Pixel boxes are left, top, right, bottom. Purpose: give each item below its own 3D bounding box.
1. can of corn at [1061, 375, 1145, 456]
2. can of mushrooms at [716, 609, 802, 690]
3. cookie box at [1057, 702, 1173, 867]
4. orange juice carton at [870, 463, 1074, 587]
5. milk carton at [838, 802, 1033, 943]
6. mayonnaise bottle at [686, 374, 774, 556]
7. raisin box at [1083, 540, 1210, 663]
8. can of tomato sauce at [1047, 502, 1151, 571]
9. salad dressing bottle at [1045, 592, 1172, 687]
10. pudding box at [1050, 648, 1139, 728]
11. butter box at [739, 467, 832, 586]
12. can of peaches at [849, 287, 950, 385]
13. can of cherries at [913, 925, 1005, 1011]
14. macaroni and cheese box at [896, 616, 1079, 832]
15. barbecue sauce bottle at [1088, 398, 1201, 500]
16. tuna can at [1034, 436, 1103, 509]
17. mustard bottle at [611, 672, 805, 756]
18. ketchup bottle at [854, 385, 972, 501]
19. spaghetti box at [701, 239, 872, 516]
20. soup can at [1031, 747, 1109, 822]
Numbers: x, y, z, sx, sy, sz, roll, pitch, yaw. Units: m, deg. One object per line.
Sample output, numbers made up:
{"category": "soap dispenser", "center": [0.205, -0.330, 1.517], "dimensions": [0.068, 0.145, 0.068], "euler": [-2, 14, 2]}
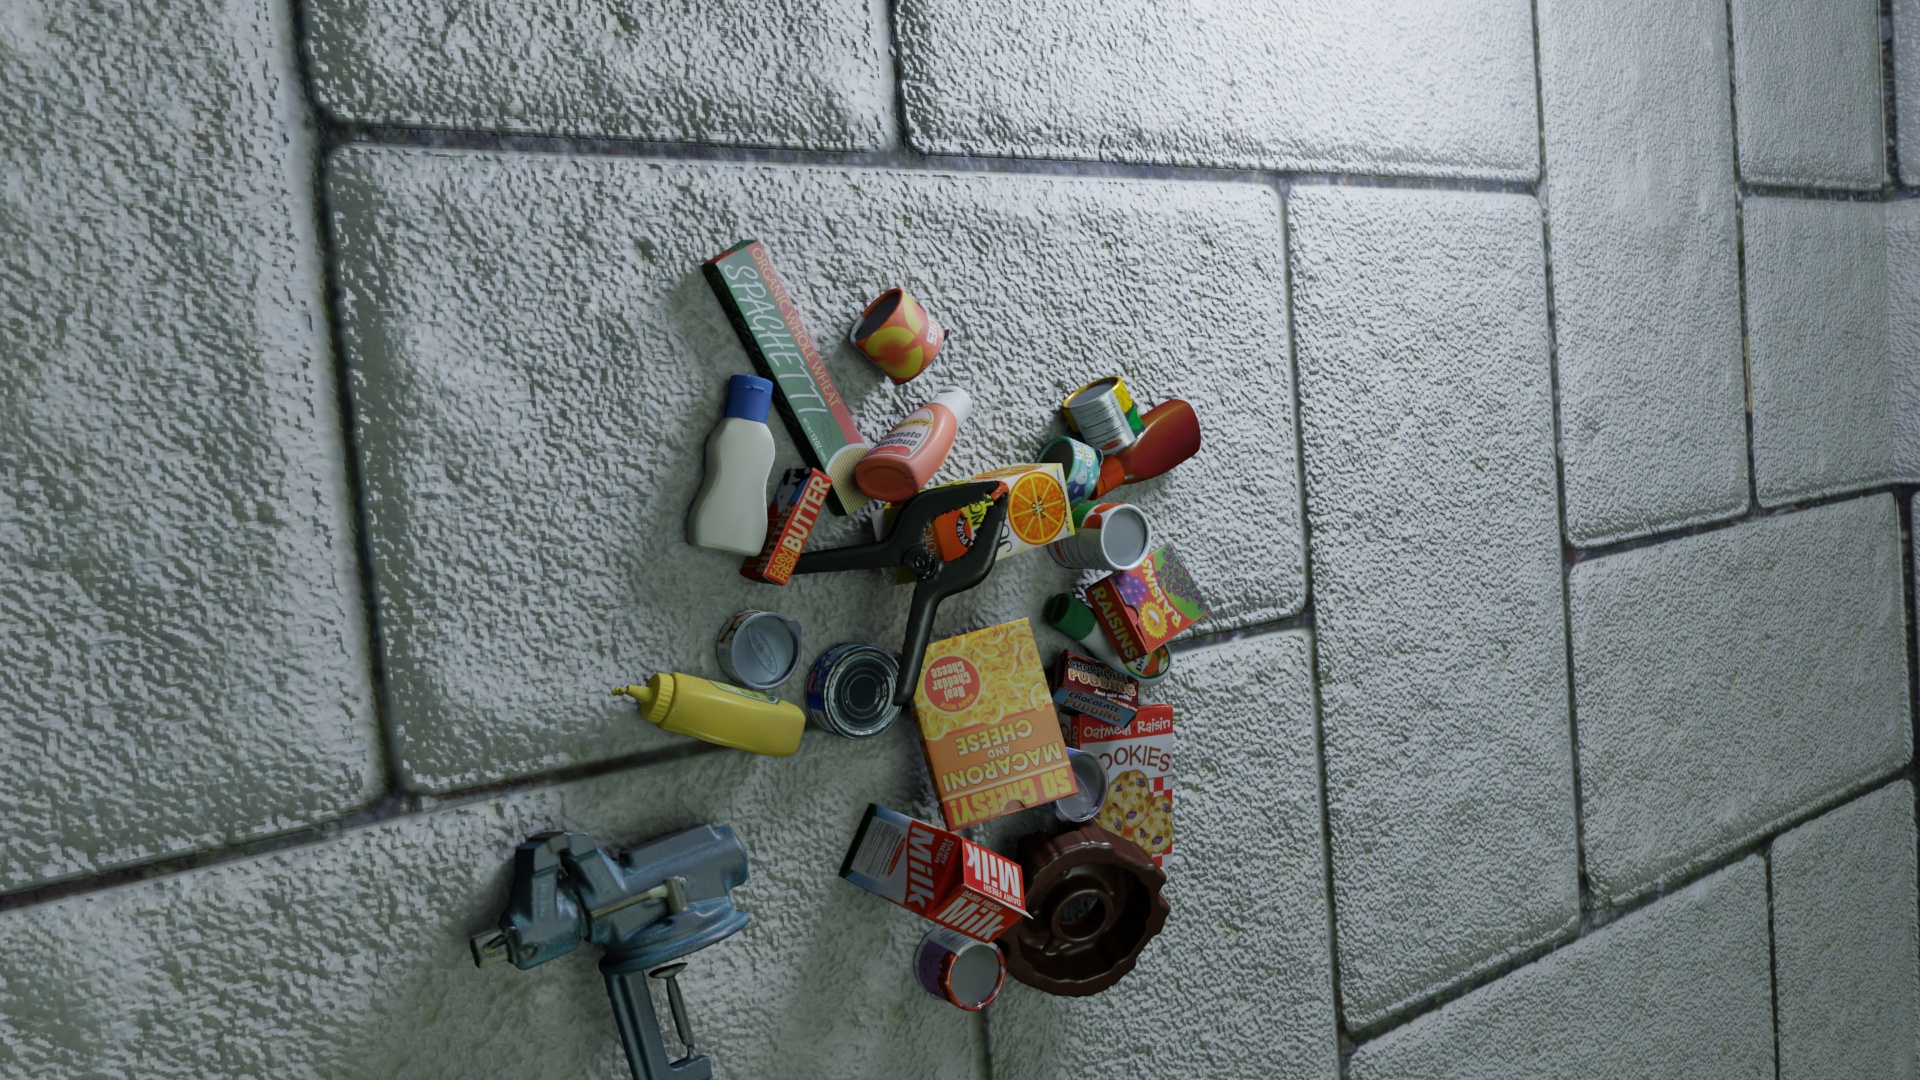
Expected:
{"category": "can of corn", "center": [0.141, -0.123, 1.372], "dimensions": [0.071, 0.071, 0.058], "euler": [-38, 111, -27]}
{"category": "can of mushrooms", "center": [-0.170, 0.091, 1.182], "dimensions": [0.071, 0.033, 0.071], "euler": [-1, 91, -34]}
{"category": "cookie box", "center": [0.158, 0.251, 1.403], "dimensions": [0.123, 0.040, 0.167], "euler": [-1, 92, -33]}
{"category": "orange juice carton", "center": [0.005, -0.016, 1.275], "dimensions": [0.193, 0.073, 0.071], "euler": [-17, 101, -32]}
{"category": "milk carton", "center": [-0.018, 0.289, 1.194], "dimensions": [0.072, 0.190, 0.073], "euler": [33, 74, -30]}
{"category": "mayonnaise bottle", "center": [-0.187, -0.063, 1.165], "dimensions": [0.065, 0.041, 0.148], "euler": [12, 83, -30]}
{"category": "raisin box", "center": [0.188, 0.061, 1.389], "dimensions": [0.124, 0.040, 0.086], "euler": [-25, 86, -47]}
{"category": "can of tomato sauce", "center": [0.136, -0.005, 1.359], "dimensions": [0.071, 0.083, 0.071], "euler": [-1, 92, -34]}
{"category": "salad dressing bottle", "center": [0.148, 0.099, 1.392], "dimensions": [0.147, 0.044, 0.064], "euler": [30, 66, -31]}
{"category": "pudding box", "center": [0.133, 0.145, 1.365], "dimensions": [0.084, 0.030, 0.050], "euler": [23, 41, -10]}
{"category": "butter box", "center": [-0.149, -0.012, 1.183], "dimensions": [0.024, 0.053, 0.104], "euler": [31, 74, -29]}
{"category": "can of peaches", "center": [-0.054, -0.183, 1.235], "dimensions": [0.058, 0.071, 0.071], "euler": [41, 69, -27]}
{"category": "can of cherries", "center": [0.000, 0.398, 1.288], "dimensions": [0.071, 0.058, 0.071], "euler": [0, 91, -34]}
{"category": "macaroni and cheese box", "center": [0.024, 0.166, 1.259], "dimensions": [0.124, 0.040, 0.166], "euler": [-15, 81, -10]}
{"category": "barbecue sauce bottle", "center": [0.180, -0.088, 1.411], "dimensions": [0.149, 0.043, 0.064], "euler": [-31, 117, -29]}
{"category": "tuna can", "center": [0.103, -0.067, 1.343], "dimensions": [0.033, 0.071, 0.071], "euler": [19, 80, -33]}
{"category": "mustard bottle", "center": [-0.208, 0.139, 1.140], "dimensions": [0.160, 0.065, 0.049], "euler": [19, 85, -29]}
{"category": "ketchup bottle", "center": [-0.035, -0.089, 1.236], "dimensions": [0.149, 0.064, 0.043], "euler": [-53, 133, -49]}
{"category": "spaghetti box", "center": [-0.141, -0.138, 1.201], "dimensions": [0.050, 0.028, 0.249], "euler": [-37, 111, -29]}
{"category": "soup can", "center": [0.088, 0.231, 1.330], "dimensions": [0.071, 0.083, 0.071], "euler": [-1, 91, -34]}
